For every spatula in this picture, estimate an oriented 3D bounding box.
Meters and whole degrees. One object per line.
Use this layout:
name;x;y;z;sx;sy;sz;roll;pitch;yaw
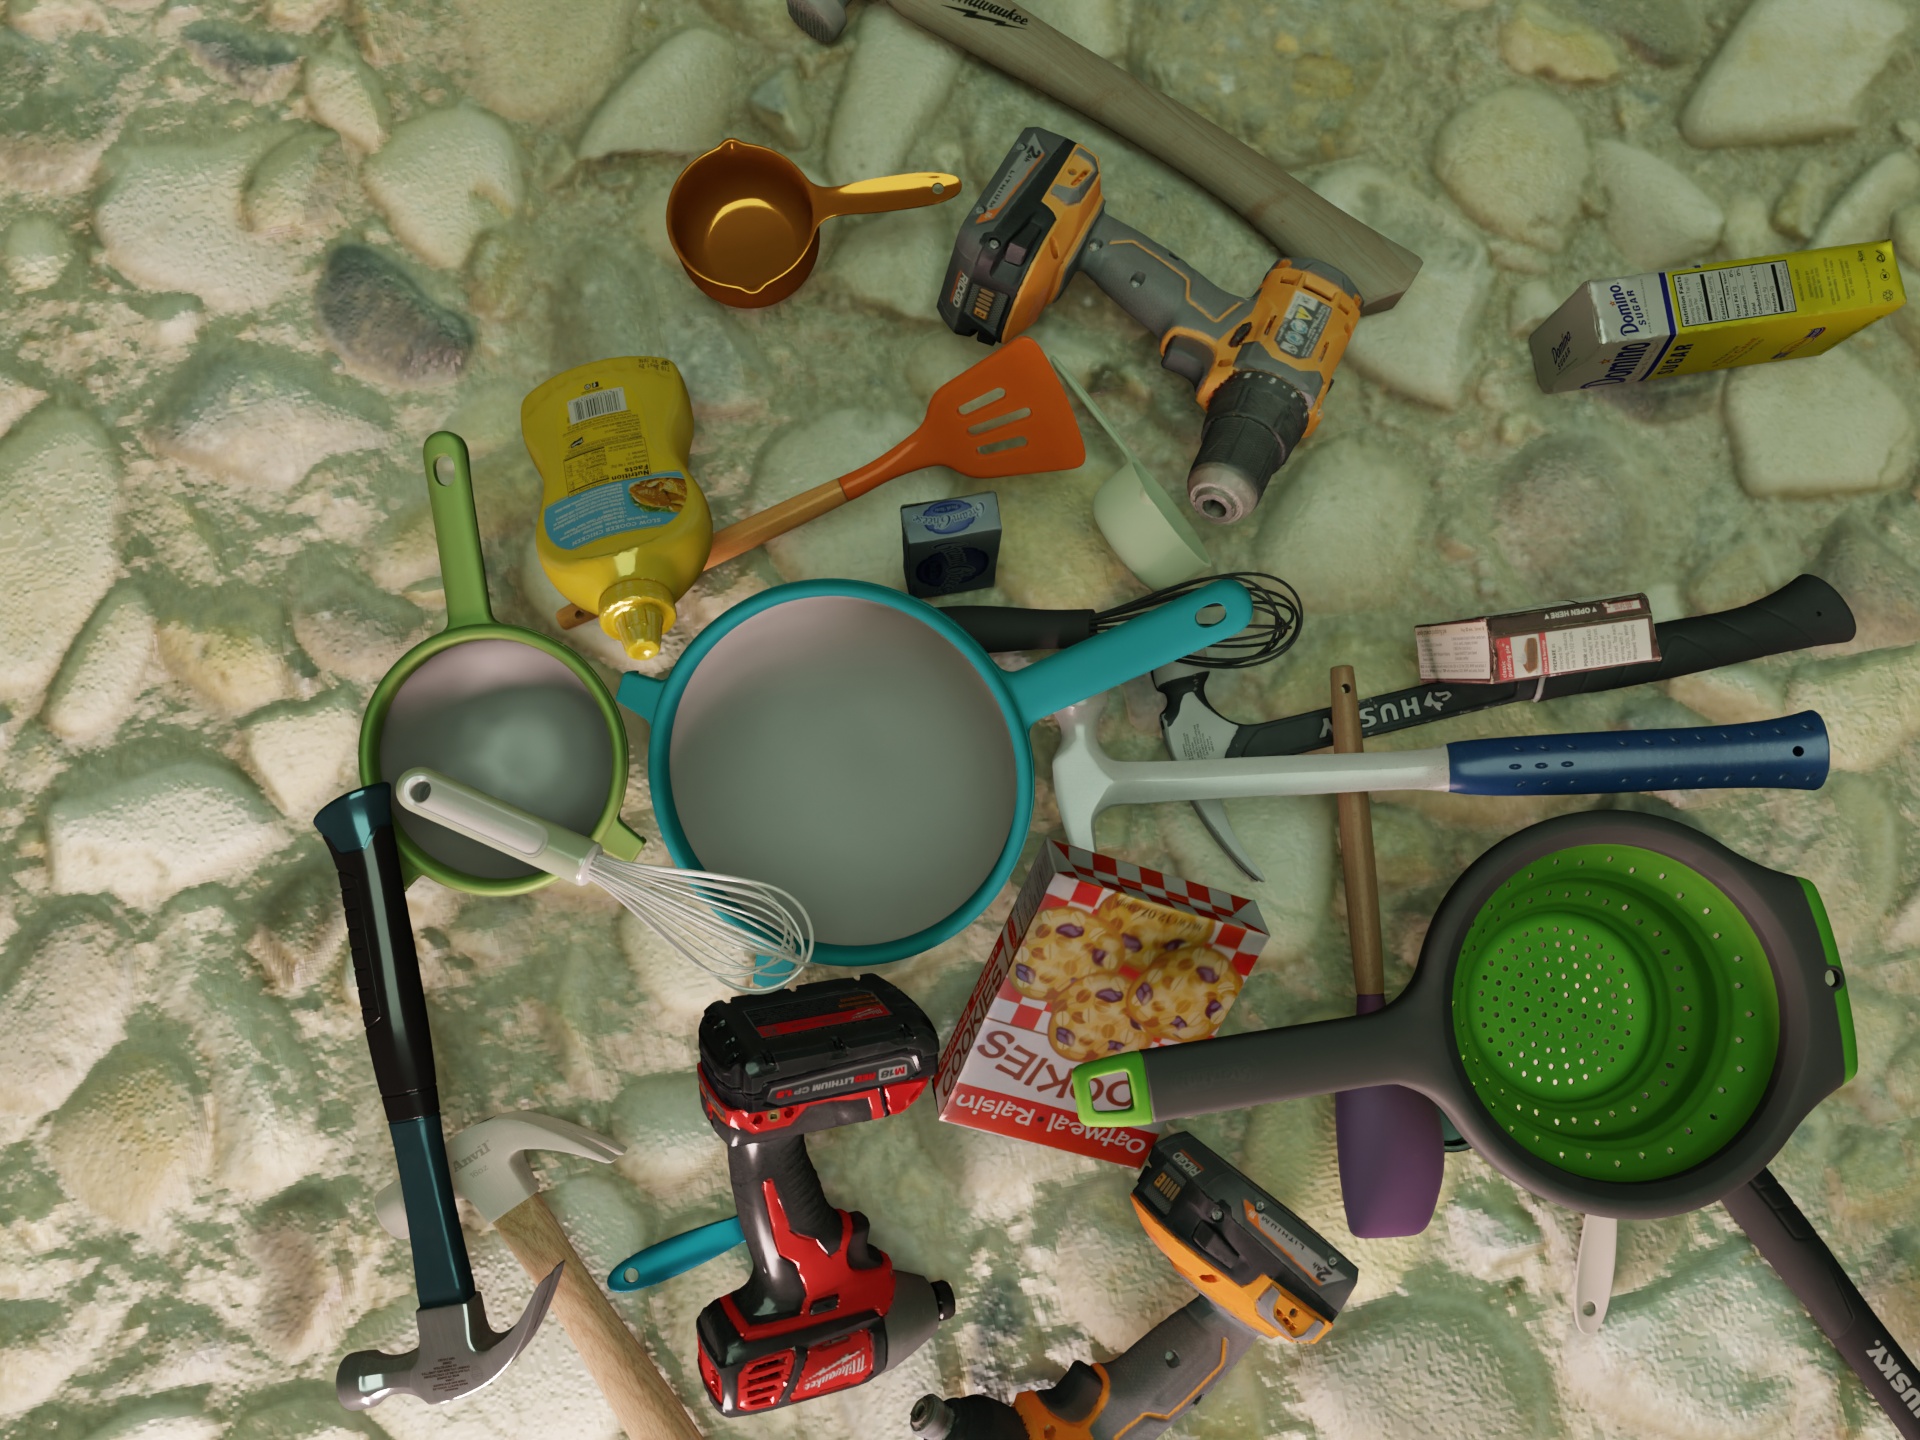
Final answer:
spatula;-0.089;-0.120;0.910;0.322;0.041;0.081;-24;112;6
spatula;0.228;0.126;0.886;0.060;0.018;0.316;-4;85;-2

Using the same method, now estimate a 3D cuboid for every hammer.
hammer;0.321;-0.016;0.927;0.409;0.036;0.149;-13;85;-2
hammer;-0.181;0.363;0.878;0.130;0.031;0.331;-35;87;4
hammer;-0.297;0.199;0.854;0.128;0.033;0.331;-11;90;7
hammer;0.253;0.032;0.863;0.405;0.035;0.144;-3;83;6
hammer;0.483;0.326;0.891;0.146;0.035;0.335;-36;85;-5
hammer;0.103;-0.381;0.965;0.410;0.038;0.146;33;83;3

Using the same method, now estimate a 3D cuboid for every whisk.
whisk;0.073;-0.055;0.899;0.239;0.055;0.055;0;84;18
whisk;-0.189;0.080;0.841;0.246;0.059;0.058;23;83;7

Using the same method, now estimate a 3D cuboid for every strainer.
strainer;-0.262;-0.032;0.896;0.151;0.069;0.256;-9;91;4
strainer;-0.001;-0.003;0.868;0.340;0.095;0.211;-24;96;13

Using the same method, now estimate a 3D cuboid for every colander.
colander;0.253;0.165;0.842;0.397;0.094;0.204;-8;82;-2

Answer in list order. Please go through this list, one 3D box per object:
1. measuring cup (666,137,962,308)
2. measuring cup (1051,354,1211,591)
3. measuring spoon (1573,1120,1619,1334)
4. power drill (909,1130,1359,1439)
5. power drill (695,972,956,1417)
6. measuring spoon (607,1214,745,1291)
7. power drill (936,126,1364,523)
measuring cup;-0.085;-0.296;0.946;0.173;0.052;0.095;-10;84;-3
measuring cup;0.086;-0.144;0.931;0.038;0.083;0.168;-39;67;17
measuring spoon;0.362;0.287;0.907;0.034;0.018;0.124;6;91;0
power drill;0.087;0.337;0.843;0.164;0.084;0.226;40;85;-20
power drill;-0.069;0.255;0.844;0.143;0.079;0.219;-6;106;-23
measuring spoon;-0.140;0.294;0.894;0.128;0.021;0.042;-23;85;-3
power drill;0.102;-0.220;0.901;0.226;0.084;0.185;27;60;1
